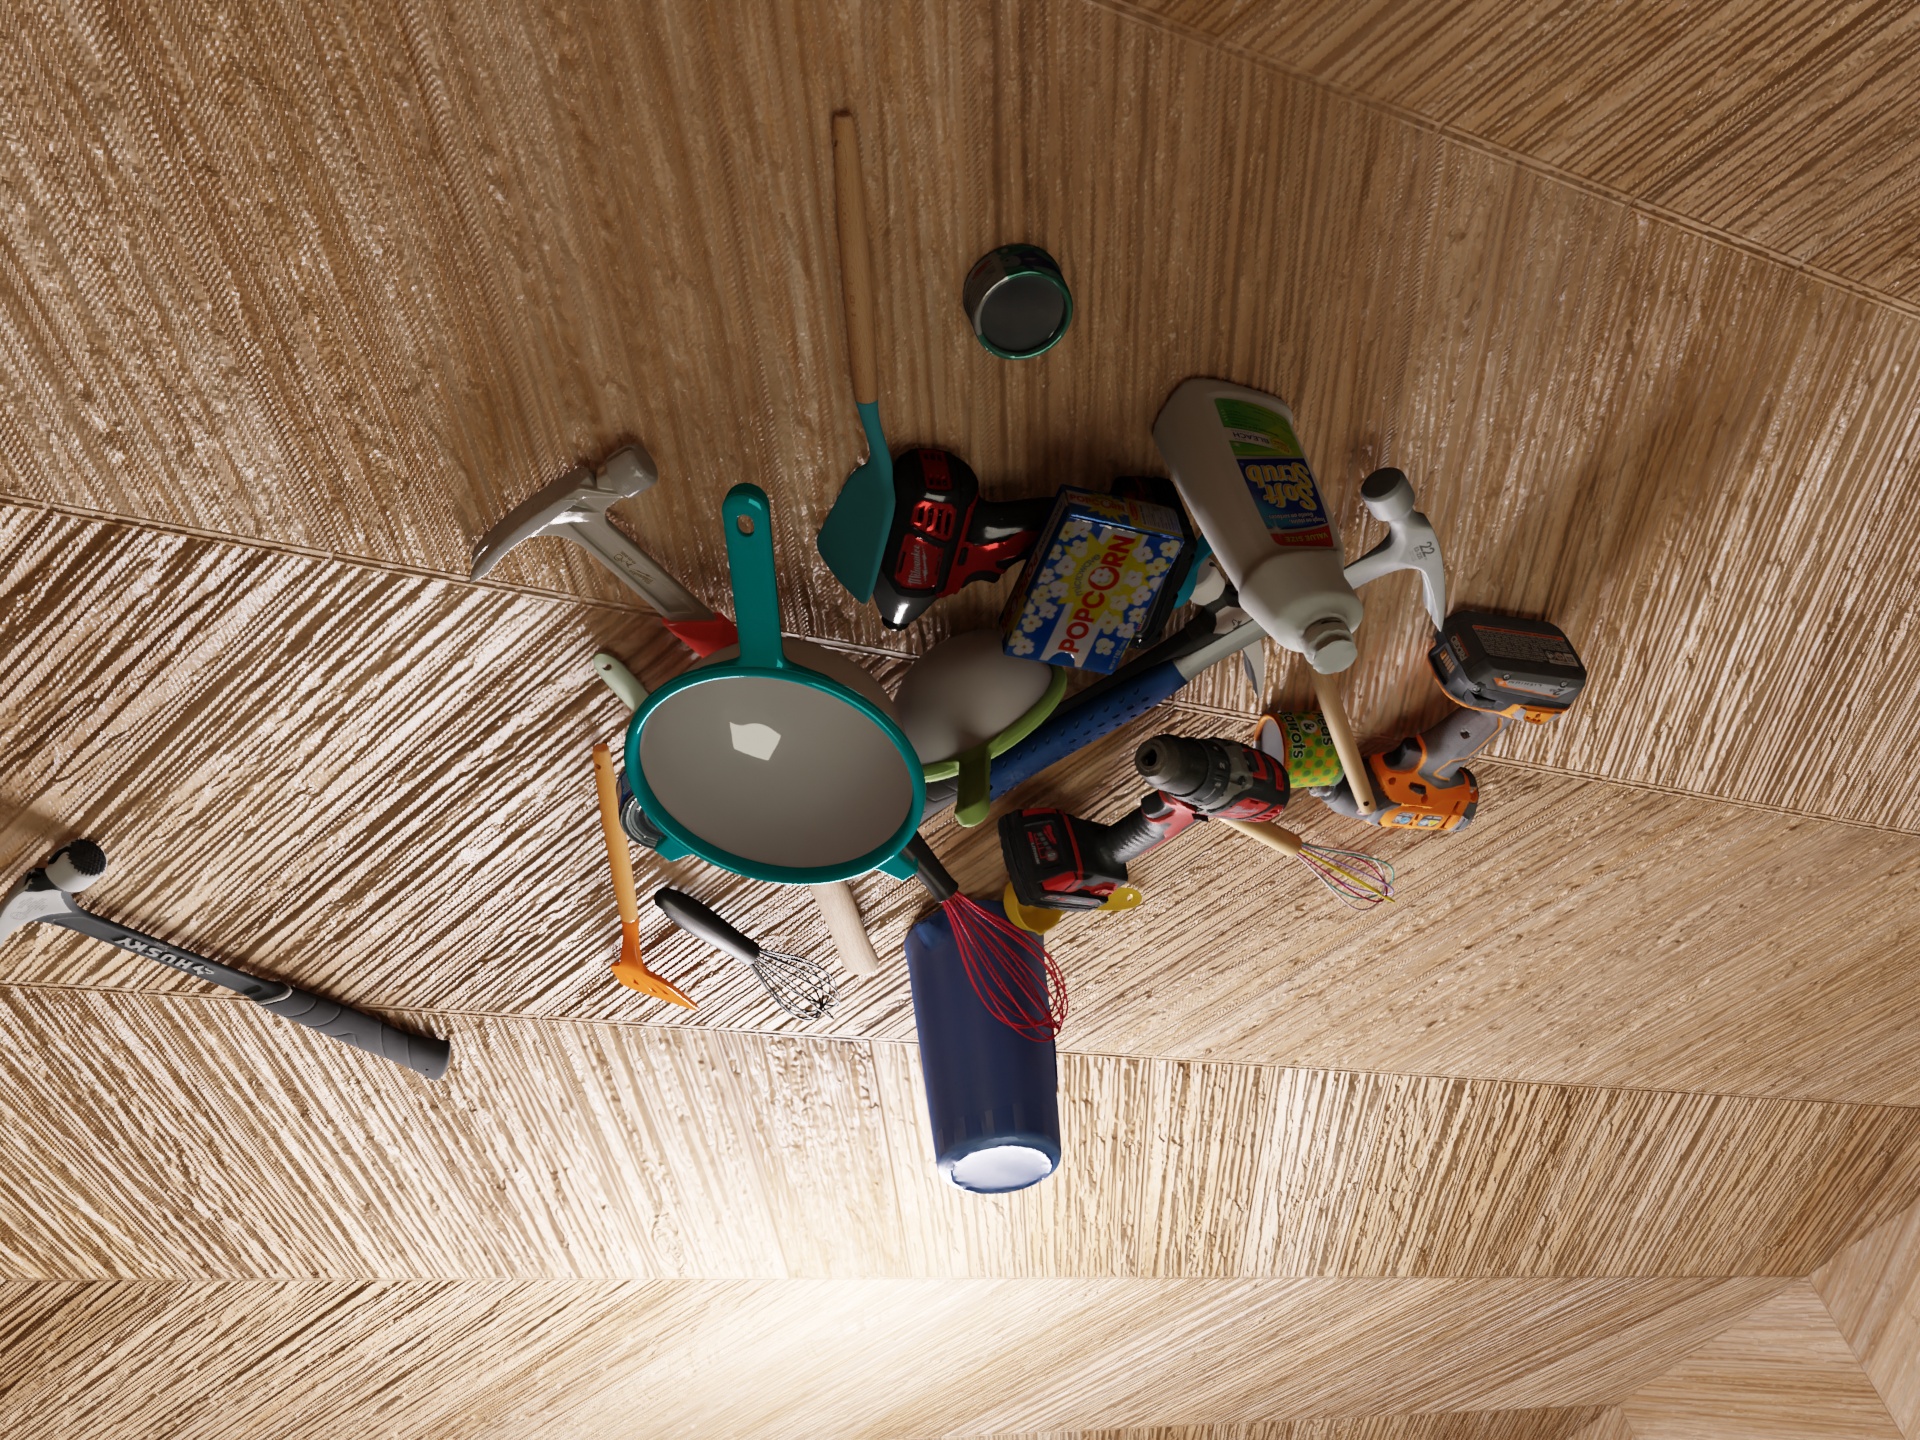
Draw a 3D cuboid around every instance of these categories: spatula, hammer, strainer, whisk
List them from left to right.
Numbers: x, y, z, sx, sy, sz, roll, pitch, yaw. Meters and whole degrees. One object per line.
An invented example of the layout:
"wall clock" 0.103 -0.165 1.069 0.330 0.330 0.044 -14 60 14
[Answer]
"hammer" -0.597 0.226 1.329 0.149 0.036 0.408 -34 135 20
"spatula" -0.276 0.141 1.334 0.081 0.041 0.322 15 131 17
"hammer" -0.178 -0.048 1.155 0.149 0.037 0.358 -29 133 18
"whisk" -0.189 0.211 1.428 0.055 0.055 0.238 -33 131 18
"strainer" -0.124 -0.034 1.084 0.211 0.095 0.340 4 132 5
"hammer" -0.118 0.130 1.349 0.130 0.031 0.331 9 147 15
"spatula" -0.070 -0.224 1.009 0.044 0.082 0.317 -20 134 -20
"strainer" -0.002 -0.004 1.141 0.151 0.256 0.069 -27 109 11
"whisk" 0.000 0.159 1.332 0.073 0.073 0.295 -32 108 17
"hammer" 0.092 -0.001 1.298 0.335 0.035 0.146 -30 134 15
"hammer" 0.182 -0.040 1.228 0.405 0.035 0.143 -30 129 16
"whisk" 0.330 0.125 1.495 0.244 0.047 0.051 27 124 -32

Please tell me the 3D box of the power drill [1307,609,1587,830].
"power drill" 0.411 0.011 1.374 0.164 0.084 0.226 6 137 -21

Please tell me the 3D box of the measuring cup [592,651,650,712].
"measuring cup" -0.232 0.009 1.209 0.083 0.038 0.167 -23 139 8

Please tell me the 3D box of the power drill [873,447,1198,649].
"power drill" 0.044 -0.116 1.138 0.219 0.079 0.143 3 134 -16

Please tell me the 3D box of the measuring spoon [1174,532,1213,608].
"measuring spoon" 0.180 -0.137 1.183 0.021 0.042 0.128 14 123 -45

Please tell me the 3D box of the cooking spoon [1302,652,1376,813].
"cooking spoon" 0.285 -0.045 1.271 0.069 0.017 0.318 -22 121 9

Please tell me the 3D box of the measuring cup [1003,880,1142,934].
"measuring cup" 0.104 0.166 1.477 0.156 0.062 0.029 4 176 -38

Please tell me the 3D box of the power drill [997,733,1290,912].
"power drill" 0.139 0.077 1.303 0.226 0.080 0.187 -29 154 30
